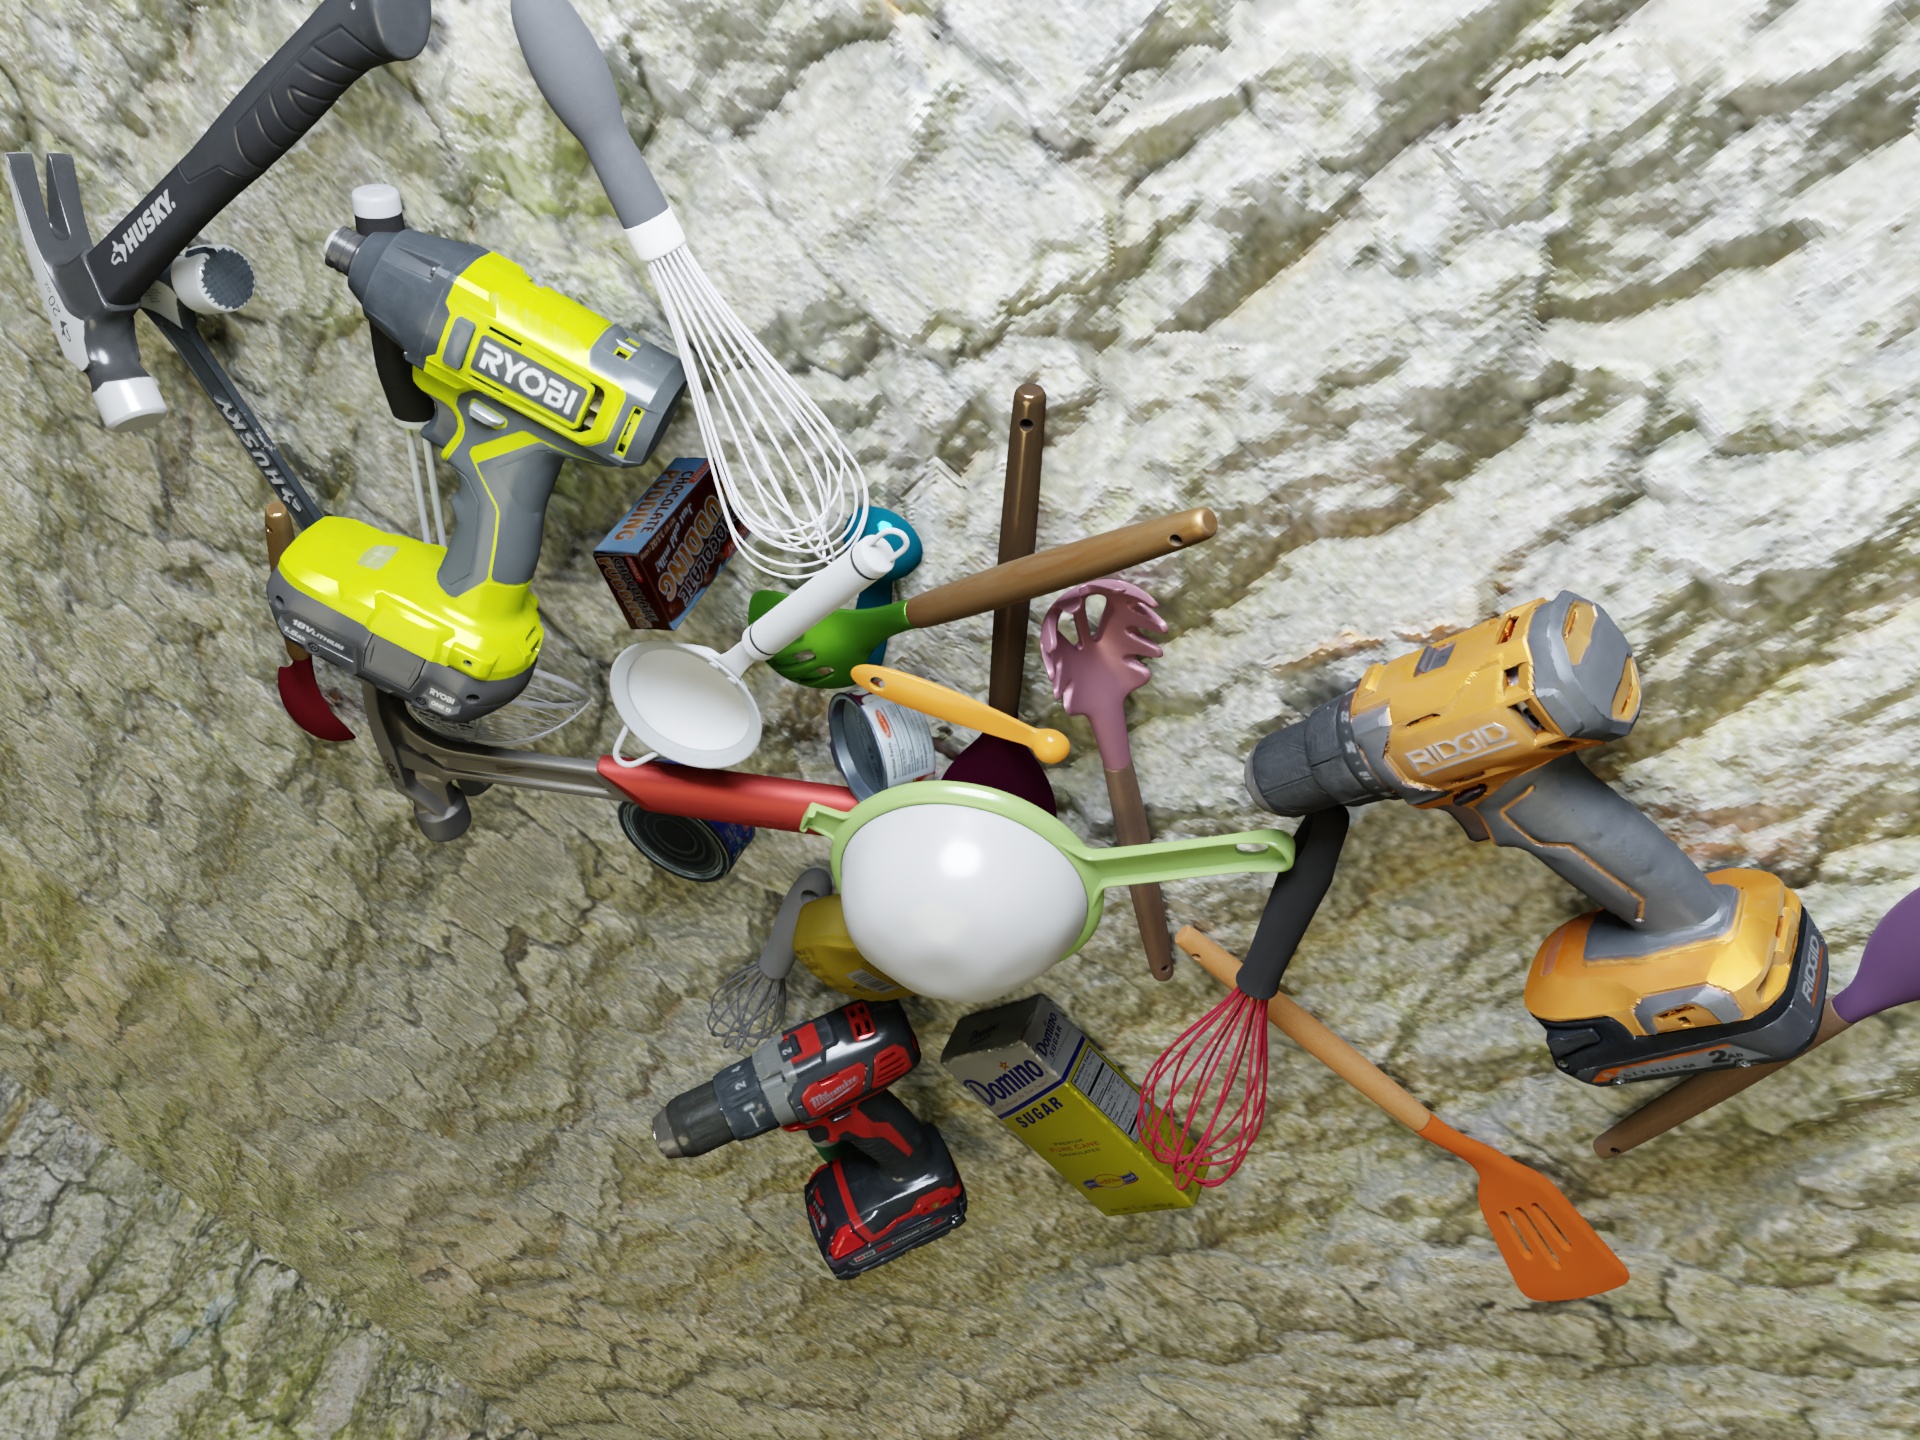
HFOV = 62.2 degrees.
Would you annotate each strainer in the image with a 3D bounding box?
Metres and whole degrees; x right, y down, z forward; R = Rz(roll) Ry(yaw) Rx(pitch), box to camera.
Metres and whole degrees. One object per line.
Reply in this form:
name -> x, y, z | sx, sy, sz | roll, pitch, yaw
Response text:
strainer -> -0.101, -0.037, 0.795 | 0.086, 0.050, 0.258 | 42, 139, -17
strainer -> 0.044, 0.098, 0.817 | 0.256, 0.069, 0.151 | -10, 129, 26

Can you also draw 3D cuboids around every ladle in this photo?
ladle -> -0.422, -0.056, 1.016 | 0.069, 0.031, 0.315 | 41, 151, 3

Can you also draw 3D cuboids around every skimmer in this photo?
skimmer -> -0.284, -0.127, 0.893 | 0.127, 0.090, 0.363 | 9, 128, 7

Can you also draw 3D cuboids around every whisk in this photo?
whisk -> 0.155, 0.156, 0.866 | 0.073, 0.073, 0.295 | 22, 128, 11
whisk -> -0.131, 0.167, 1.105 | 0.055, 0.055, 0.238 | 31, 137, 0
whisk -> -0.121, -0.185, 0.705 | 0.070, 0.070, 0.284 | -4, 126, 36

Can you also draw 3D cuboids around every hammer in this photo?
hammer -> -0.357, -0.268, 0.758 | 0.335, 0.035, 0.146 | -20, 94, 37
hammer -> -0.394, -0.103, 0.988 | 0.149, 0.036, 0.408 | 6, 135, 30
hammer -> -0.158, 0.034, 0.912 | 0.359, 0.037, 0.149 | 7, 137, 7

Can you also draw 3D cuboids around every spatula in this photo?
spatula -> 0.248, 0.226, 0.922 | 0.322, 0.041, 0.081 | 38, 142, -8
spatula -> 0.399, 0.146, 0.754 | 0.060, 0.018, 0.315 | 30, 141, 2

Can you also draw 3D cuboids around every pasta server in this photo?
pasta server -> 0.089, 0.044, 0.830 | 0.060, 0.040, 0.315 | -23, 133, -6

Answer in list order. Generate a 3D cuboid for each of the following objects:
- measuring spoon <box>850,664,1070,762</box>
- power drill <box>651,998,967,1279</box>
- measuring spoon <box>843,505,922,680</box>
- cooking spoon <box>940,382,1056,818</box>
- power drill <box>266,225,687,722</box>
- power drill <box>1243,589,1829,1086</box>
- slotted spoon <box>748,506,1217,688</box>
measuring spoon -> -0.001, -0.003, 0.795 | 0.117, 0.011, 0.021 | 21, 134, 3
power drill -> -0.100, 0.304, 1.137 | 0.188, 0.080, 0.226 | -24, 131, -6
measuring spoon -> -0.048, -0.057, 0.821 | 0.042, 0.021, 0.128 | 24, 140, 9
cooking spoon -> 0.022, -0.024, 0.789 | 0.069, 0.017, 0.318 | 8, 132, 5
power drill -> -0.254, -0.122, 0.790 | 0.171, 0.080, 0.223 | 28, 121, -9
power drill -> 0.250, 0.061, 0.712 | 0.226, 0.084, 0.185 | 48, 139, -14
slotted spoon -> -0.006, -0.057, 0.749 | 0.314, 0.031, 0.070 | -12, 126, 47
